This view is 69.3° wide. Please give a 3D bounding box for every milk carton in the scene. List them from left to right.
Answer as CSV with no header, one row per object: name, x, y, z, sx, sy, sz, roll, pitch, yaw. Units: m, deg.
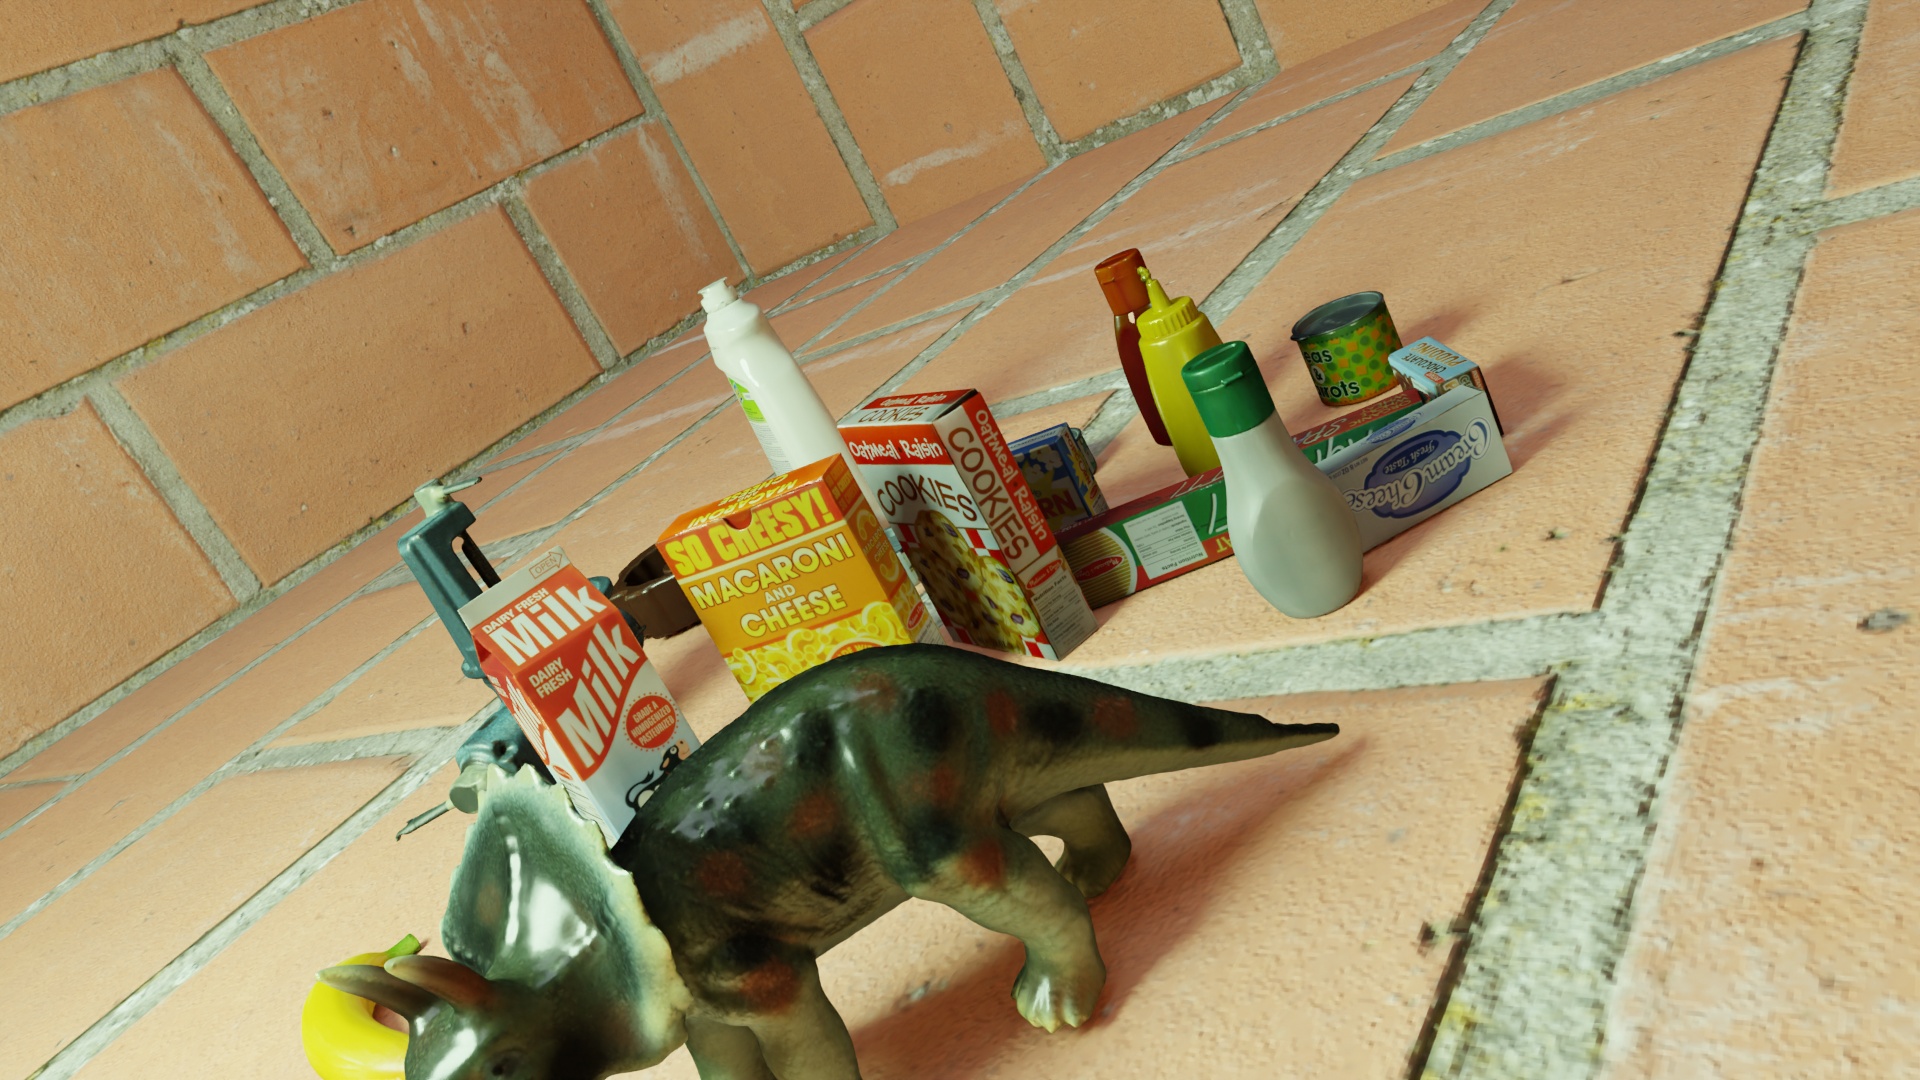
milk carton,-0.219,0.101,0.830,0.072,0.190,0.073,-38,20,-28

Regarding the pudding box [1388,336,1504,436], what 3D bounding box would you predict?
pudding box,0.293,-0.089,0.842,0.030,0.049,0.084,-26,18,7

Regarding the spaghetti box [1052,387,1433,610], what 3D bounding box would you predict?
spaghetti box,0.167,-0.021,0.836,0.250,0.050,0.029,-22,19,16

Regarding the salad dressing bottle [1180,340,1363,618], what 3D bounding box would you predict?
salad dressing bottle,0.160,-0.031,0.718,0.064,0.147,0.044,-28,18,-1

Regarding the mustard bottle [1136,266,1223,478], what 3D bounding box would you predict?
mustard bottle,0.153,-0.108,0.914,0.048,0.160,0.066,-14,23,37

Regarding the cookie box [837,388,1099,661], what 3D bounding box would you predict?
cookie box,0.003,-0.011,0.853,0.040,0.167,0.123,-37,20,-25

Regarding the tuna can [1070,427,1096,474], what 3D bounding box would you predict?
tuna can,0.071,-0.060,1.102,0.071,0.032,0.071,-25,18,9

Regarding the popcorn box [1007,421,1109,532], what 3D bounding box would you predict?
popcorn box,0.034,-0.021,0.968,0.126,0.085,0.038,-19,20,26

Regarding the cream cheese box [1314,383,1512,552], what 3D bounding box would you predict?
cream cheese box,0.247,-0.038,0.764,0.104,0.053,0.024,-29,18,-2

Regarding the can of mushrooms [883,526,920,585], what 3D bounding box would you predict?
can of mushrooms,-0.049,0.013,1.075,0.071,0.033,0.071,-25,18,9

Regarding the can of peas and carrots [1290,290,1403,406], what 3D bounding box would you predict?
can of peas and carrots,0.272,-0.133,0.974,0.071,0.058,0.071,-25,18,9

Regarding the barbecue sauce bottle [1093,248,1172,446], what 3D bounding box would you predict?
barbecue sauce bottle,0.146,-0.144,1.039,0.064,0.148,0.044,-8,27,46

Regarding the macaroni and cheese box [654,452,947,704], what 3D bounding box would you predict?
macaroni and cheese box,-0.089,0.044,0.836,0.123,0.166,0.040,-20,20,23
